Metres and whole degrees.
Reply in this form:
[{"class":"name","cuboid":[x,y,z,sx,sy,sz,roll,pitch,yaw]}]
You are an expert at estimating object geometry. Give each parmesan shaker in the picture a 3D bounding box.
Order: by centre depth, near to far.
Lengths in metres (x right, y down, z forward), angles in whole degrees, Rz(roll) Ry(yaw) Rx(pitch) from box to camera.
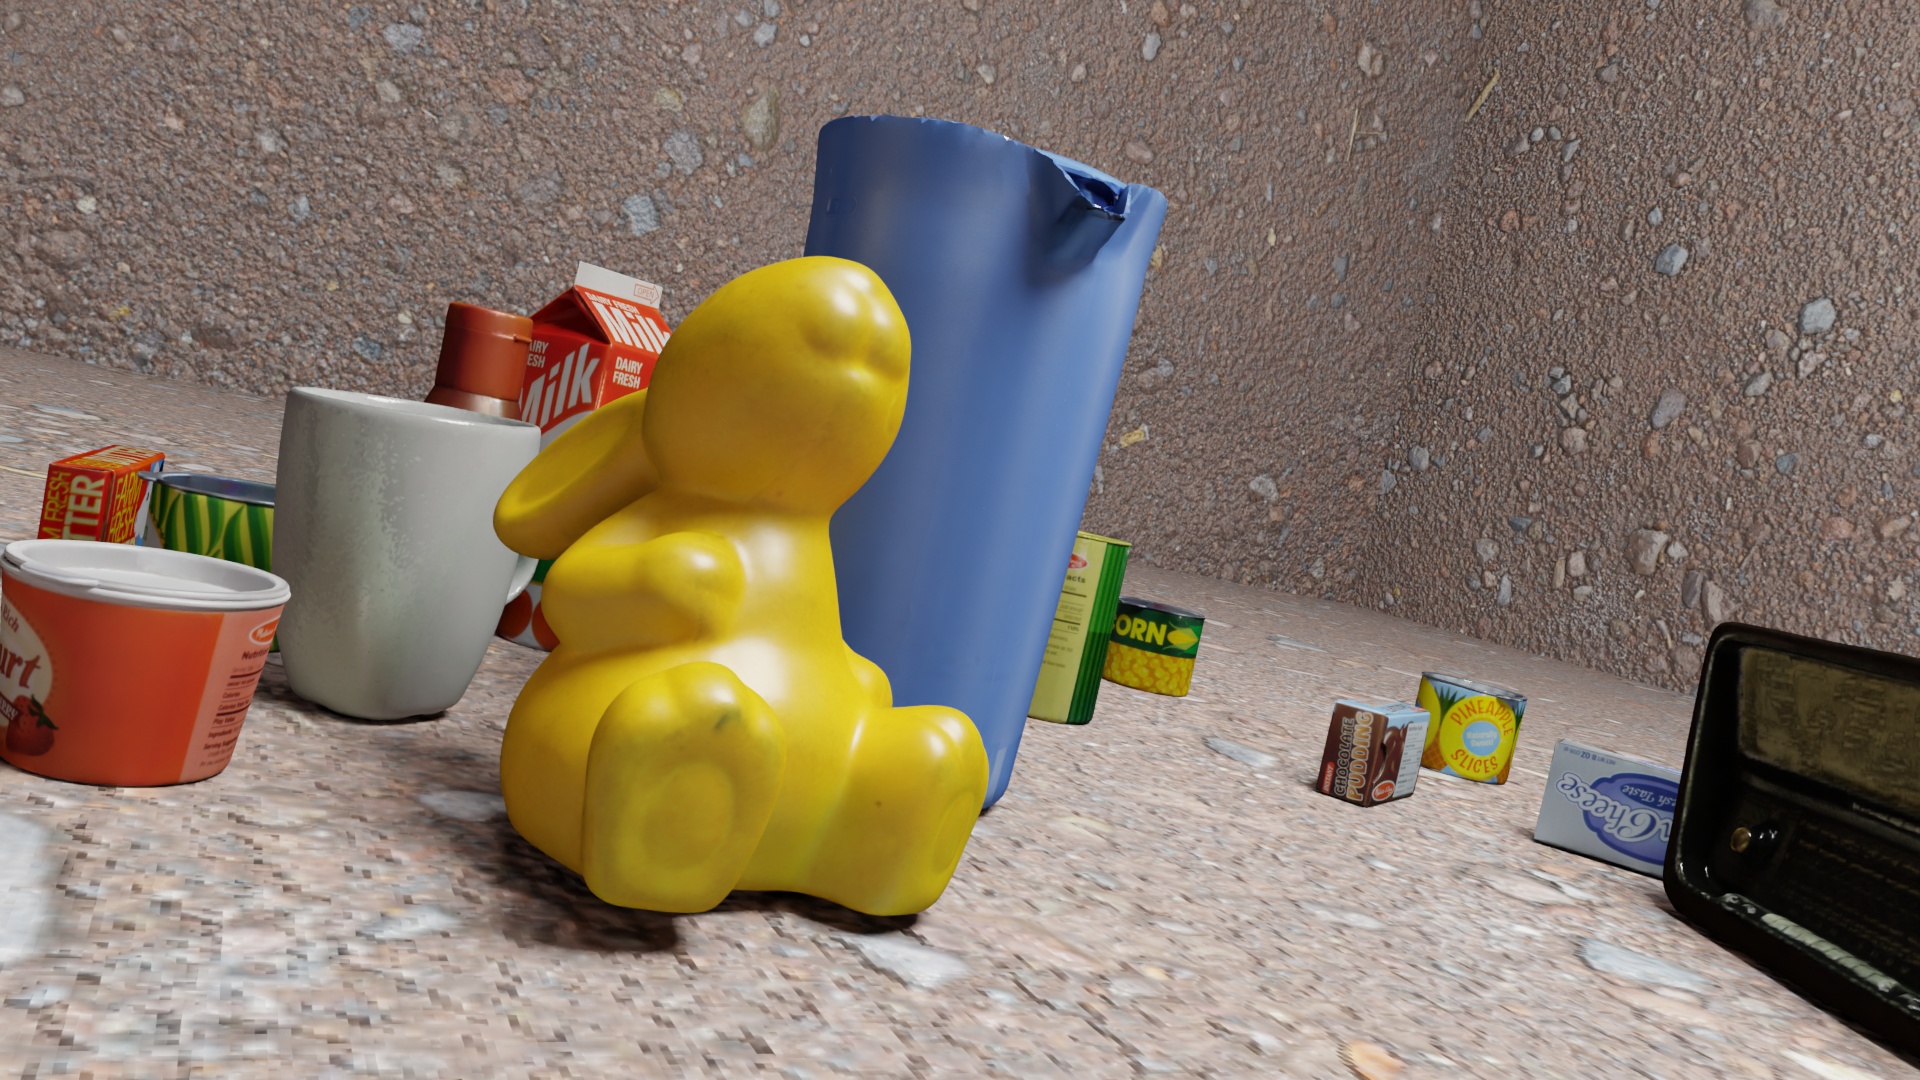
[{"class":"parmesan shaker","cuboid":[0.050,0.044,0.779,0.071,0.103,0.071,12,3,0]}]

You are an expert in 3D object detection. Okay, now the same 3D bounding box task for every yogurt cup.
[{"class":"yogurt cup","cuboid":[-0.222,0.032,0.373,0.072,0.054,0.072,12,3,0]}]

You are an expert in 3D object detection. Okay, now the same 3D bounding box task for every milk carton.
[{"class":"milk carton","cuboid":[-0.212,-0.058,0.790,0.073,0.190,0.072,14,3,27]}]

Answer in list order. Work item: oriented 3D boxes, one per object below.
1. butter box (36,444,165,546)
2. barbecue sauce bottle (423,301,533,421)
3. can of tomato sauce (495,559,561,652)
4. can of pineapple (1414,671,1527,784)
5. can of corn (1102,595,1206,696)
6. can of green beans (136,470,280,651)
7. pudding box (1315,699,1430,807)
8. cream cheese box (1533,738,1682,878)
[{"class":"butter box","cuboid":[-0.367,-0.011,0.594,0.024,0.053,0.103,11,3,-21]},{"class":"barbecue sauce bottle","cuboid":[-0.222,-0.029,0.616,0.044,0.148,0.065,13,3,18]},{"class":"can of tomato sauce","cuboid":[-0.186,0.009,0.674,0.071,0.083,0.071,12,3,0]},{"class":"can of pineapple","cuboid":[0.326,0.121,0.896,0.071,0.058,0.071,12,3,0]},{"class":"can of corn","cuboid":[0.133,0.074,0.981,0.071,0.058,0.071,12,3,0]},{"class":"can of green beans","cuboid":[-0.283,0.008,0.542,0.071,0.057,0.071,12,3,0]},{"class":"pudding box","cuboid":[0.220,0.111,0.737,0.030,0.049,0.084,14,3,34]},{"class":"cream cheese box","cuboid":[0.344,0.138,0.688,0.104,0.053,0.024,14,3,29]}]
